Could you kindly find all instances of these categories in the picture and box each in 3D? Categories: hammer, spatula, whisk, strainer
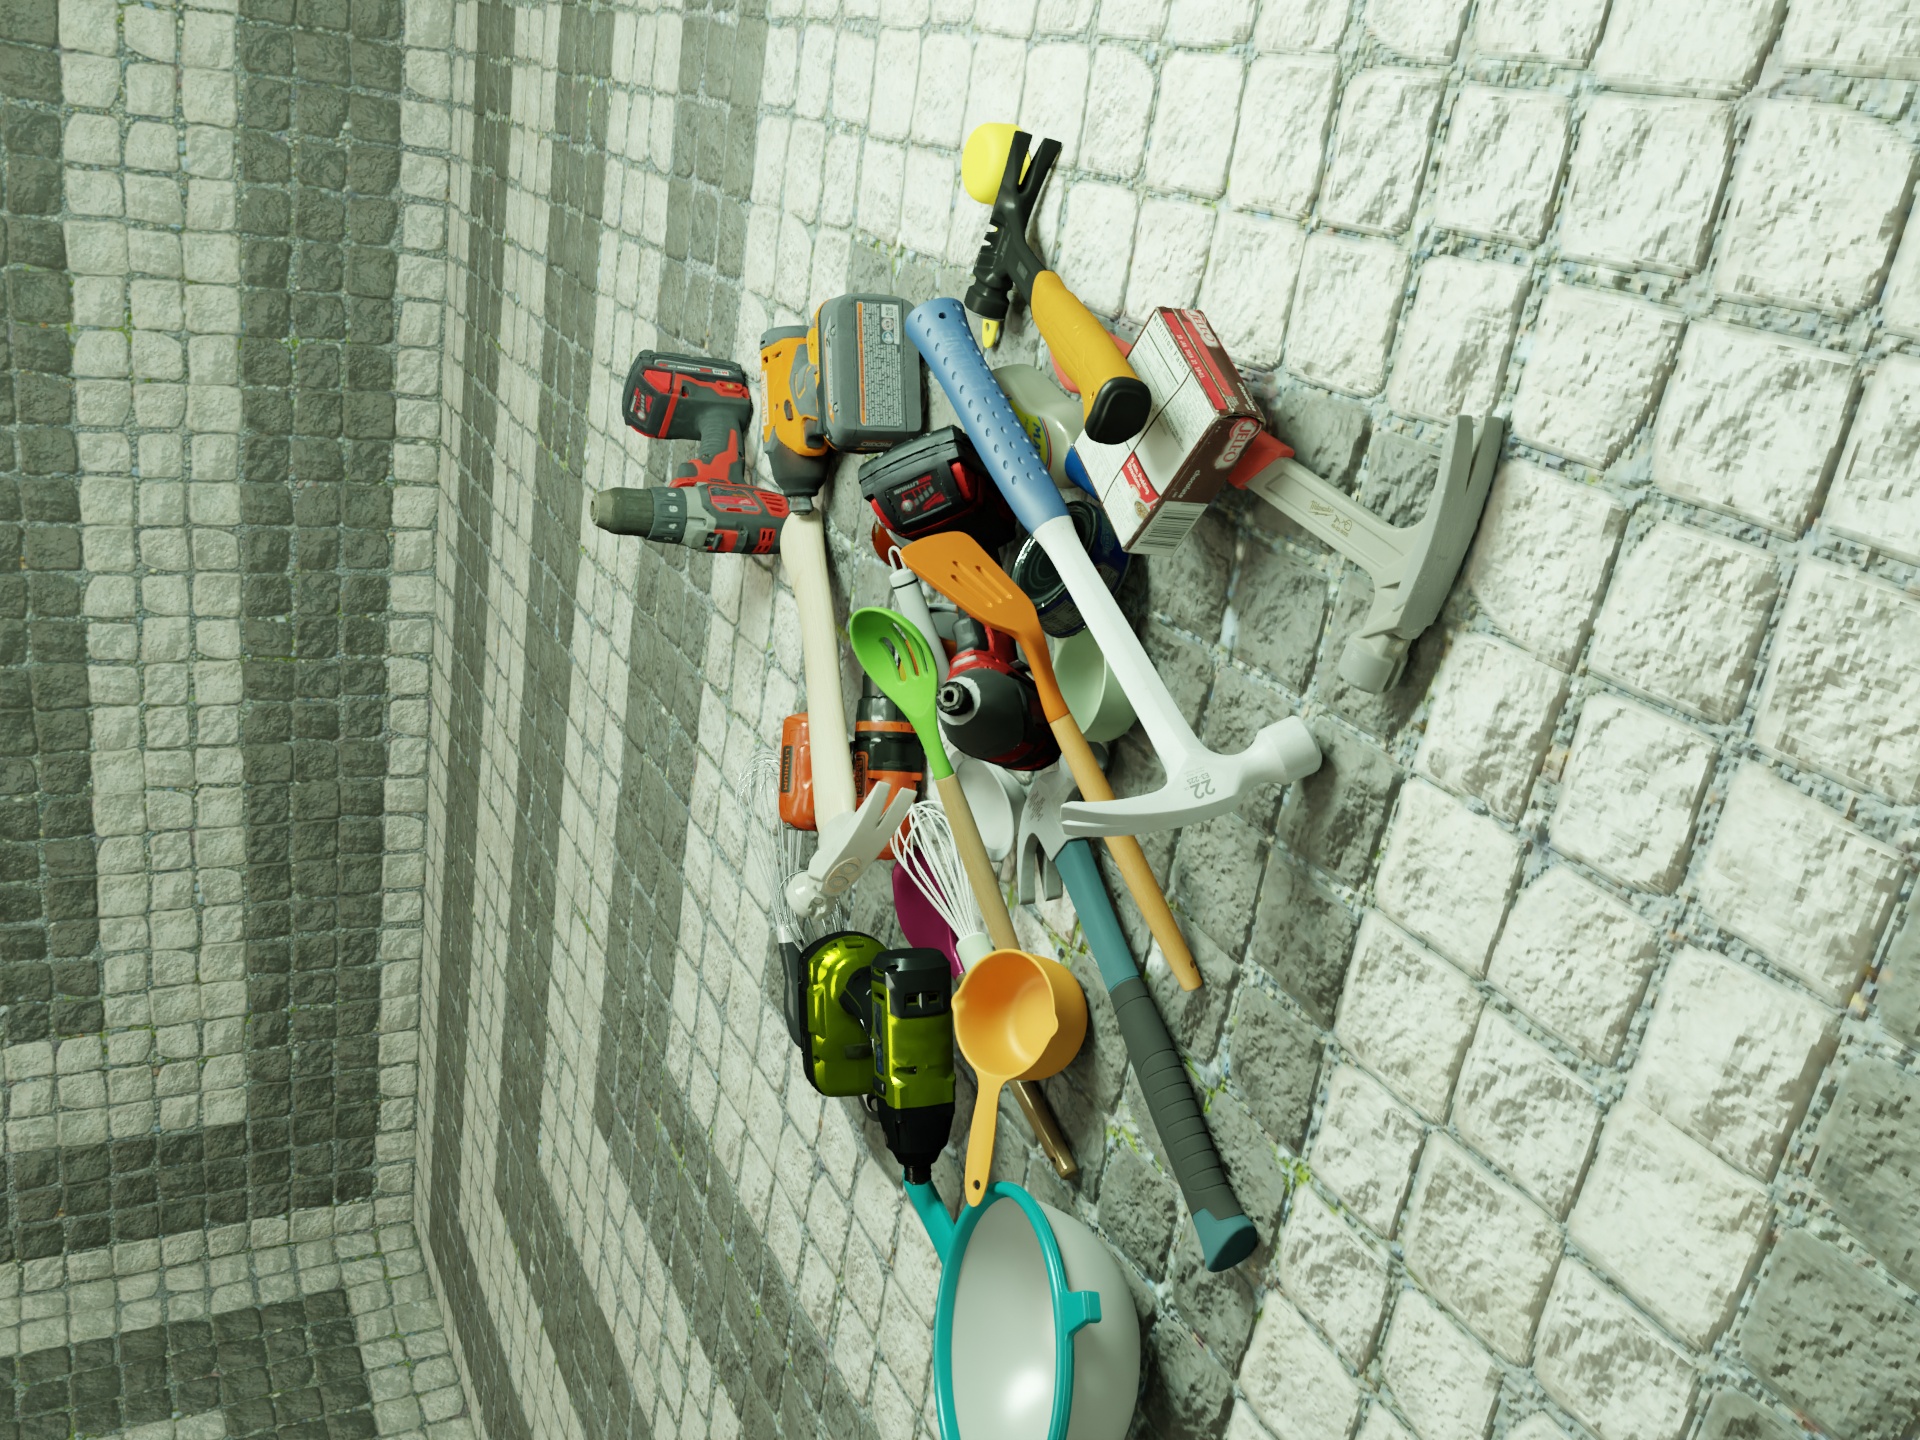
[{"bbox_3d":[0.110,0.181,1.012,0.128,0.033,0.331,-59,44,51],"label":"hammer"},{"bbox_3d":[0.065,0.023,0.980,0.041,0.081,0.322,-26,91,34],"label":"spatula"},{"bbox_3d":[-0.110,0.242,1.409,0.055,0.055,0.239,-53,52,49],"label":"whisk"},{"bbox_3d":[0.154,-0.166,0.905,0.359,0.036,0.149,50,134,47],"label":"hammer"},{"bbox_3d":[-0.107,-0.042,1.298,0.146,0.038,0.411,-52,34,35],"label":"hammer"},{"bbox_3d":[0.061,-0.259,0.972,0.337,0.034,0.127,-107,32,-56],"label":"hammer"},{"bbox_3d":[0.054,-0.107,0.957,0.035,0.144,0.406,80,166,-60],"label":"hammer"},{"bbox_3d":[0.005,0.160,1.197,0.059,0.058,0.247,67,179,-59],"label":"whisk"},{"bbox_3d":[-0.002,-0.004,1.136,0.087,0.050,0.258,0,114,59],"label":"strainer"},{"bbox_3d":[-0.167,0.168,1.501,0.070,0.070,0.284,-9,89,61],"label":"whisk"},{"bbox_3d":[0.043,0.401,1.113,0.341,0.095,0.211,-139,61,-68],"label":"strainer"}]

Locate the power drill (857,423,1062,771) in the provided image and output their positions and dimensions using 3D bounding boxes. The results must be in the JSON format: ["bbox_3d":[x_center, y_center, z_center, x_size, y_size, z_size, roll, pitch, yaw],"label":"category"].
[{"bbox_3d":[0.005,-0.077,1.071,0.078,0.143,0.220,-20,72,22],"label":"power drill"}]

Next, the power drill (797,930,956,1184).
[{"bbox_3d":[-0.063,0.255,1.254,0.223,0.080,0.171,-177,85,-70],"label":"power drill"}]

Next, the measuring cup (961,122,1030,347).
[{"bbox_3d":[0.018,-0.348,1.140,0.062,0.029,0.156,24,111,58],"label":"measuring cup"}]

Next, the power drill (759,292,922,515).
[{"bbox_3d":[-0.109,-0.261,1.331,0.226,0.084,0.164,-176,84,-65],"label":"power drill"}]

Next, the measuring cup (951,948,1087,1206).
[{"bbox_3d":[0.037,0.246,1.093,0.095,0.052,0.174,5,82,42],"label":"measuring cup"}]

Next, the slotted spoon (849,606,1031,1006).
[{"bbox_3d":[-0.004,0.063,1.125,0.070,0.031,0.313,-10,104,46],"label":"slotted spoon"}]

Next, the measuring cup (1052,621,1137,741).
[{"bbox_3d":[0.082,-0.055,1.054,0.168,0.038,0.083,-103,31,-44],"label":"measuring cup"}]

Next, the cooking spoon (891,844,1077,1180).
[{"bbox_3d":[0.013,0.215,1.211,0.068,0.017,0.319,-62,40,30],"label":"cooking spoon"}]

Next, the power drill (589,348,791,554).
[{"bbox_3d":[-0.268,-0.249,1.513,0.080,0.187,0.227,-60,38,43],"label":"power drill"}]
